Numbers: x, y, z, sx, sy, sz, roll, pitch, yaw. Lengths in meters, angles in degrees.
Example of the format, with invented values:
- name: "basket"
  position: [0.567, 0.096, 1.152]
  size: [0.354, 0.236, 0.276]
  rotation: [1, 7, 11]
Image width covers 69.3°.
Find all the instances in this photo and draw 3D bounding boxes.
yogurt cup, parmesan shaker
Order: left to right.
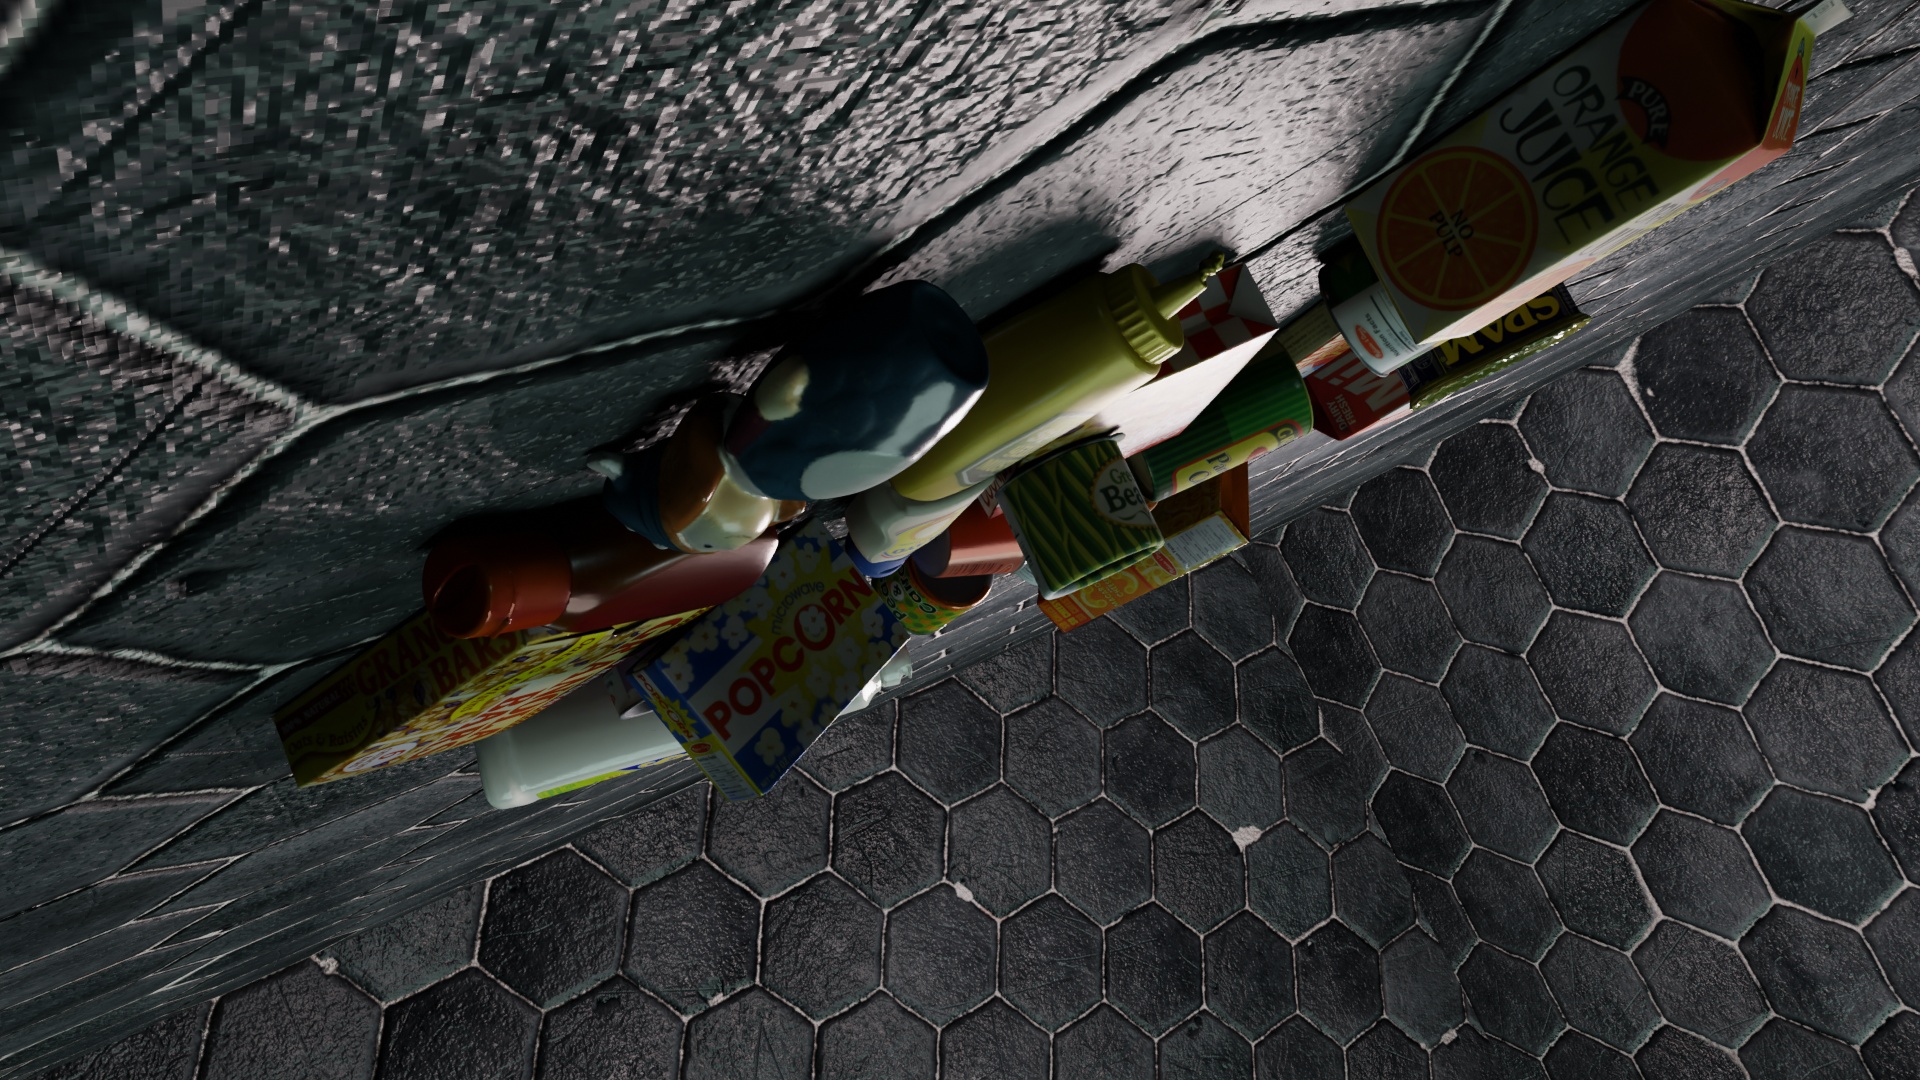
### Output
- name: "yogurt cup"
  position: [0.003, -0.010, 0.796]
  size: [0.054, 0.072, 0.072]
  rotation: [-11, 166, -29]
- name: "parmesan shaker"
  position: [0.146, -0.072, 0.824]
  size: [0.103, 0.071, 0.071]
  rotation: [-25, 172, -4]

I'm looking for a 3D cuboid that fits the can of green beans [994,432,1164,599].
- name: "can of green beans"
  position: [0.058, -0.010, 0.679]
  size: [0.071, 0.058, 0.071]
  rotation: [-24, 171, -4]

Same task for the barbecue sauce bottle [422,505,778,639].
- name: "barbecue sauce bottle"
  position: [-0.139, 0.010, 0.547]
  size: [0.064, 0.044, 0.149]
  rotation: [-38, 167, 27]

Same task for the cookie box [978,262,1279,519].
- name: "cookie box"
  position: [0.071, -0.070, 0.694]
  size: [0.123, 0.040, 0.167]
  rotation: [-24, 171, -12]

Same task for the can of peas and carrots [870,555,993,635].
- name: "can of peas and carrots"
  position: [-0.021, 0.025, 0.941]
  size: [0.071, 0.071, 0.058]
  rotation: [-20, 169, -35]

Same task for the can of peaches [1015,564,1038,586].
- name: "can of peaches"
  position: [0.069, -0.008, 1.014]
  size: [0.071, 0.071, 0.058]
  rotation: [-17, 168, -47]

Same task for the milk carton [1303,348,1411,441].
- name: "milk carton"
  position: [0.286, -0.123, 0.894]
  size: [0.072, 0.073, 0.189]
  rotation: [-20, 171, -35]

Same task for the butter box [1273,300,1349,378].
- name: "butter box"
  position: [0.217, -0.122, 0.864]
  size: [0.053, 0.024, 0.103]
  rotation: [-20, 170, -32]

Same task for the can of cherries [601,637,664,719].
- name: "can of cherries"
  position: [-0.156, 0.053, 0.727]
  size: [0.071, 0.058, 0.071]
  rotation: [-25, 171, -4]

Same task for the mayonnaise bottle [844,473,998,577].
- name: "mayonnaise bottle"
  position: [-0.029, -0.016, 0.731]
  size: [0.065, 0.041, 0.147]
  rotation: [-24, 172, -21]

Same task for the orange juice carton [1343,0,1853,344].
- name: "orange juice carton"
  position: [0.268, -0.162, 0.579]
  size: [0.192, 0.073, 0.072]
  rotation: [-32, 170, 39]

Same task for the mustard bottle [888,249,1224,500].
- name: "mustard bottle"
  position: [0.037, -0.069, 0.556]
  size: [0.160, 0.049, 0.065]
  rotation: [-29, 173, 28]

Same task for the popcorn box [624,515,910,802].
- name: "popcorn box"
  position: [-0.094, 0.058, 0.699]
  size: [0.038, 0.085, 0.127]
  rotation: [-24, -163, 49]

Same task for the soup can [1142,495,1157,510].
- name: "soup can"
  position: [0.077, -0.027, 0.880]
  size: [0.071, 0.071, 0.083]
  rotation: [-17, 169, -46]

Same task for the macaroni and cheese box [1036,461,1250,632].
- name: "macaroni and cheese box"
  position: [0.138, -0.014, 1.055]
  size: [0.166, 0.040, 0.124]
  rotation: [-29, -151, 29]

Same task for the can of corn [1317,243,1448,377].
- name: "can of corn"
  position: [0.226, -0.128, 0.709]
  size: [0.058, 0.071, 0.071]
  rotation: [-31, 170, 32]

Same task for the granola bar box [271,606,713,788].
- name: "granola bar box"
  position: [-0.210, 0.055, 0.635]
  size: [0.165, 0.039, 0.124]
  rotation: [-29, 172, 28]
